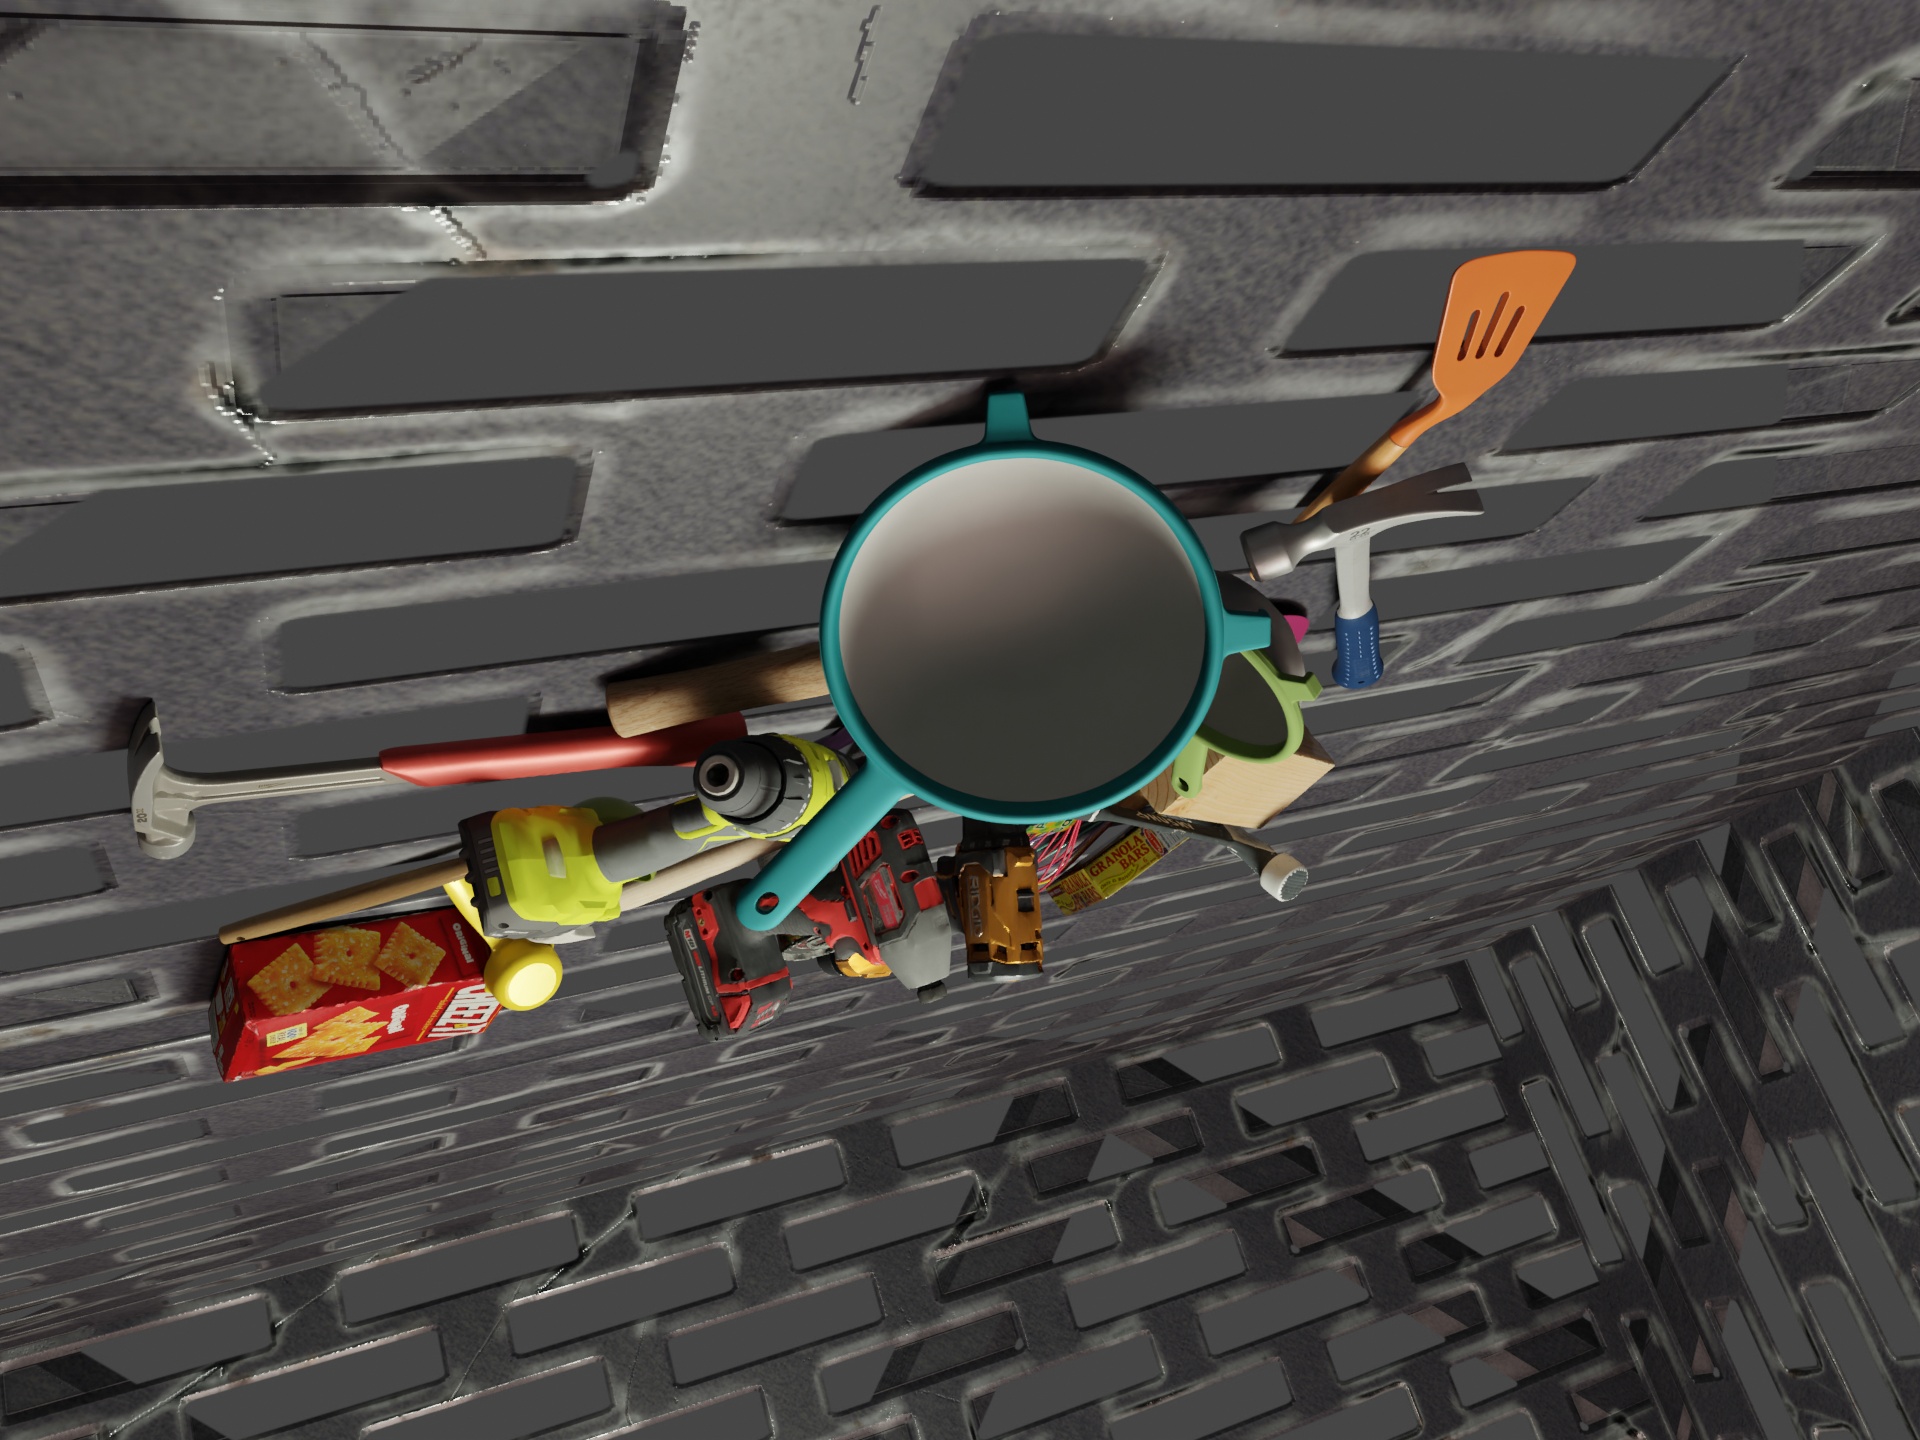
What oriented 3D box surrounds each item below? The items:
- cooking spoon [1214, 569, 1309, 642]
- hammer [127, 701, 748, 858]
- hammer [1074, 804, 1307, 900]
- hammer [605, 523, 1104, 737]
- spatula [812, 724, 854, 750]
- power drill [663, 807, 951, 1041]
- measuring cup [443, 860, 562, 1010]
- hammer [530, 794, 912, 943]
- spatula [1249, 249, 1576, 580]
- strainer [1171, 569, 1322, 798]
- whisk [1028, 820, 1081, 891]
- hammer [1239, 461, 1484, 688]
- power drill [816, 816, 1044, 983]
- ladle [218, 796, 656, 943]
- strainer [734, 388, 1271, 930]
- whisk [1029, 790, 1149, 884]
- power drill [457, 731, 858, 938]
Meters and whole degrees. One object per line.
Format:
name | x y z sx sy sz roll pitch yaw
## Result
cooking spoon | 0.188 -0.085 1.121 0.069 0.017 0.318 -32 157 16
hammer | -0.296 0.021 0.950 0.359 0.037 0.149 -6 157 -30
hammer | 0.111 0.067 1.242 0.408 0.149 0.036 16 108 -45
hammer | -0.049 -0.040 0.947 0.331 0.031 0.130 -11 119 5
spatula | -0.126 0.033 1.155 0.316 0.018 0.059 -28 166 22
power drill | -0.107 0.164 1.197 0.219 0.143 0.078 -23 174 28
measuring cup | -0.346 0.162 1.188 0.062 0.029 0.156 -36 135 -18
hammer | -0.131 0.083 1.232 0.410 0.038 0.146 -22 172 -2
spatula | 0.250 -0.167 0.960 0.081 0.041 0.322 -11 163 -22
strainer | 0.174 -0.023 1.070 0.069 0.151 0.256 -48 160 -18
whisk | 0.101 0.076 1.417 0.073 0.073 0.295 -4 149 -34
hammer | 0.289 -0.085 1.141 0.144 0.035 0.405 -19 164 10
power drill | -0.027 0.126 1.320 0.084 0.185 0.226 2 170 -44
ladle | -0.366 0.119 1.118 0.320 0.062 0.078 -16 146 0
strainer | -0.008 -0.014 0.885 0.340 0.211 0.095 -46 -167 20
whisk | 0.140 0.093 1.513 0.245 0.047 0.051 -33 173 26
power drill | -0.186 0.065 0.979 0.228 0.080 0.190 -19 170 11
